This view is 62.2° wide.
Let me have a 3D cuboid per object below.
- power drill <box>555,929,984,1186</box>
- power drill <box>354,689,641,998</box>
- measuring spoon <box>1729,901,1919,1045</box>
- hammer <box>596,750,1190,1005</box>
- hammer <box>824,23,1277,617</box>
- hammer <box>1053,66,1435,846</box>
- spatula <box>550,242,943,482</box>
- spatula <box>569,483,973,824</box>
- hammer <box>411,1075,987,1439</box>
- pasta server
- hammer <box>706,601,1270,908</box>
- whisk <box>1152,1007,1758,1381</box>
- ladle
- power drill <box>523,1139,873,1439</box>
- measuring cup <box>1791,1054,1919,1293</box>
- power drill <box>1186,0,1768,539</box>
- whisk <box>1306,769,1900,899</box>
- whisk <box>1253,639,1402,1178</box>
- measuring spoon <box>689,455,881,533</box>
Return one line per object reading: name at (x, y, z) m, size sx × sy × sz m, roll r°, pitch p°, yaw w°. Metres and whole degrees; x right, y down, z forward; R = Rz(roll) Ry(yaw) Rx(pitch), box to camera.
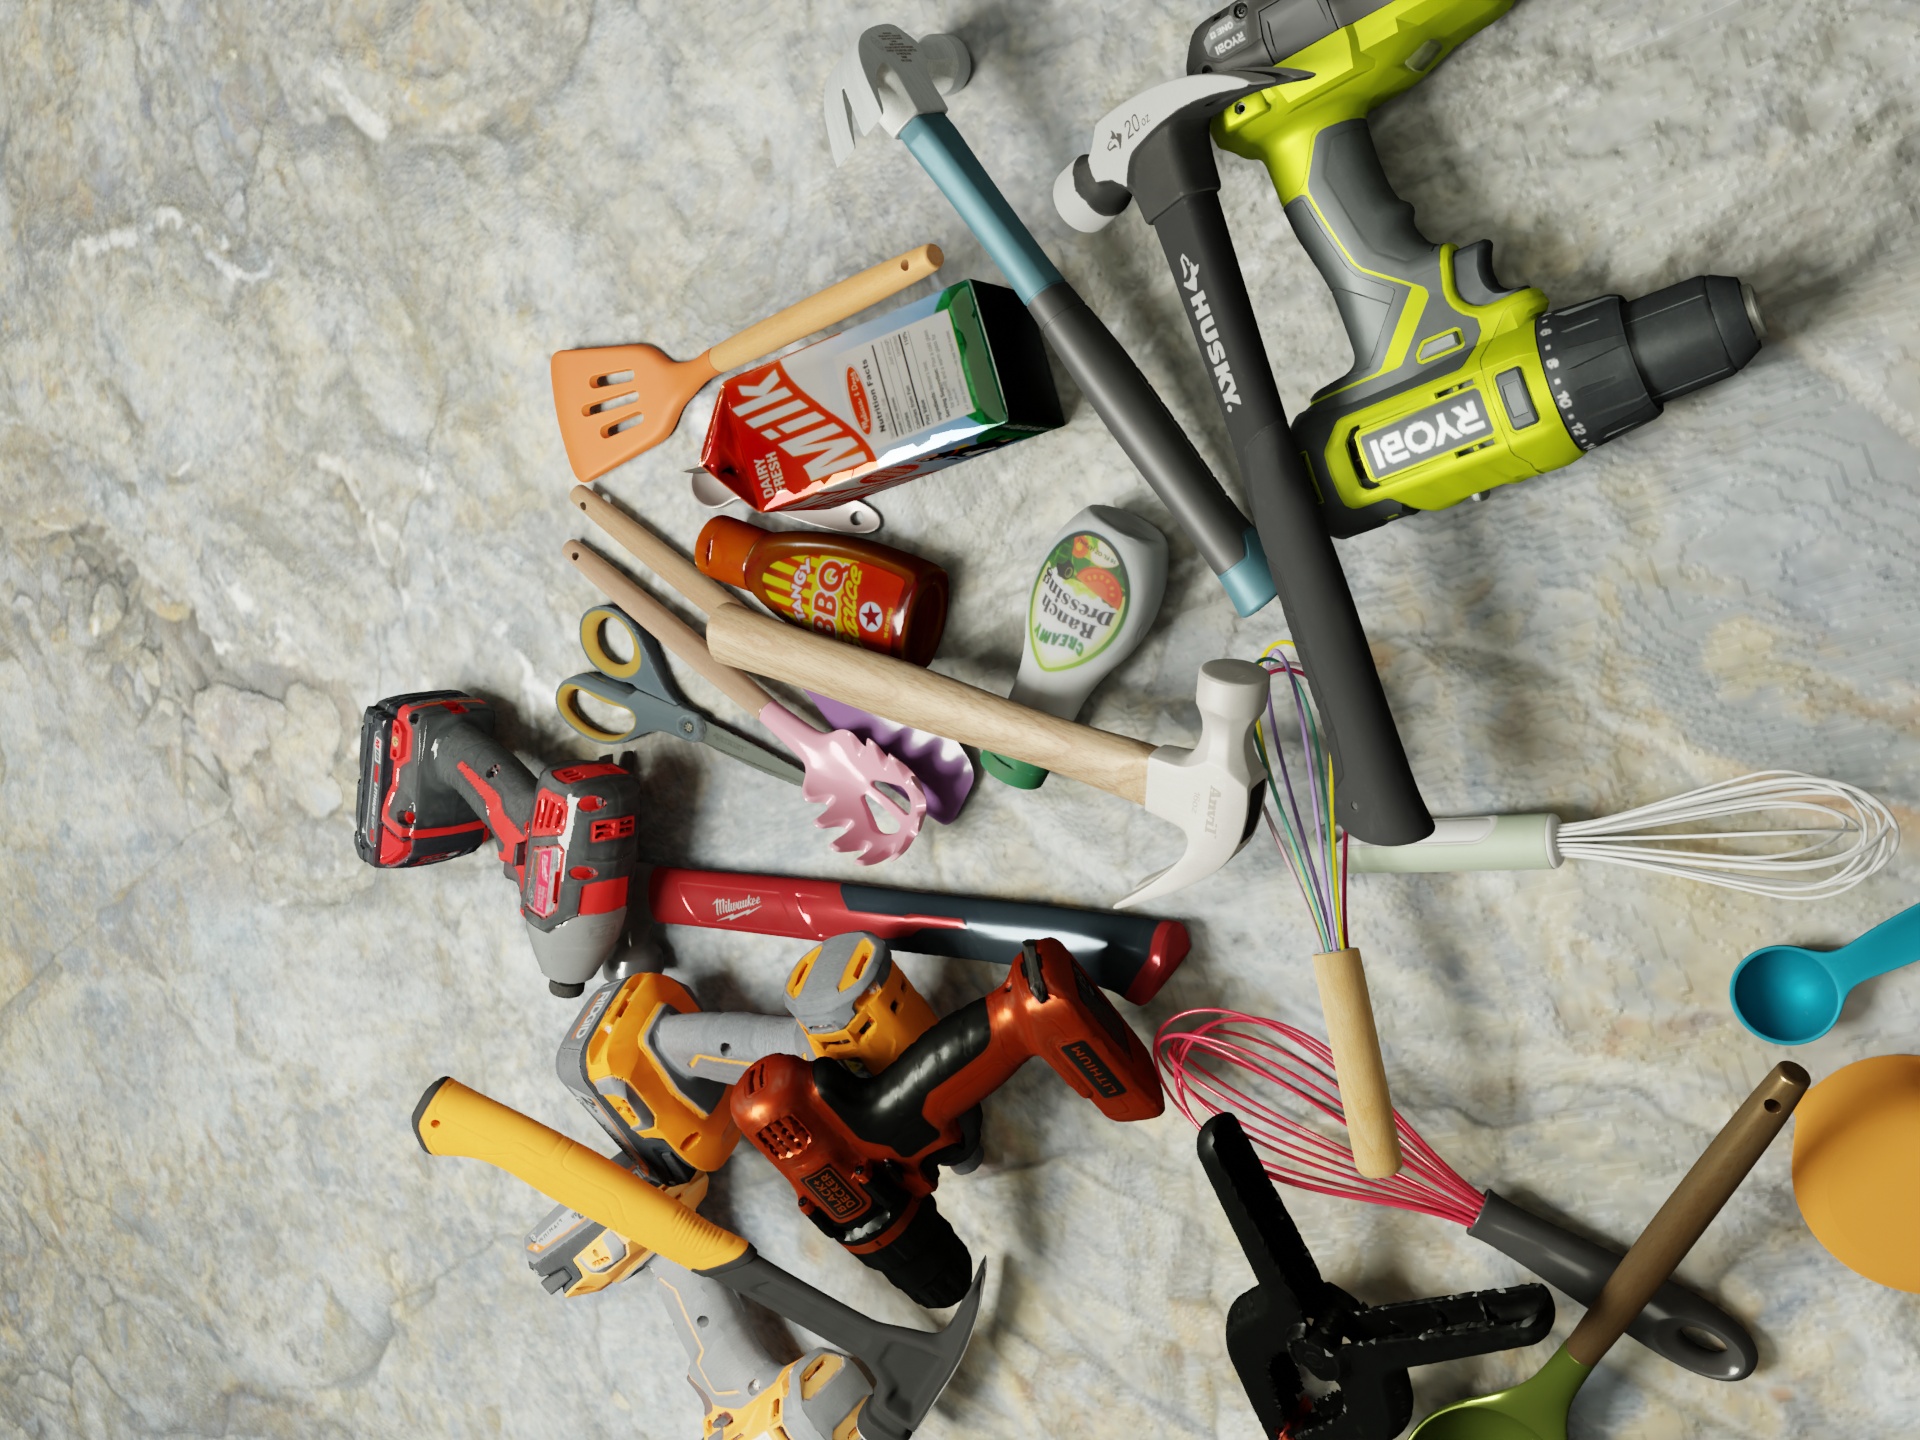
power drill at (-0.099, 0.205, 0.902) m, size 0.226 × 0.084 × 0.164 m, roll -14°, pitch 122°, yaw 31°
power drill at (-0.282, 0.071, 0.980) m, size 0.220 × 0.078 × 0.143 m, roll 22°, pitch 110°, yaw 37°
measuring spoon at (0.378, 0.091, 0.650) m, size 0.128 × 0.021 × 0.042 m, roll -34°, pitch 80°, yaw 22°
hammer at (-0.057, 0.095, 0.896) m, size 0.386 × 0.038 × 0.143 m, roll 2°, pitch 98°, yaw 31°
hammer at (0.050, -0.191, 0.751) m, size 0.033 × 0.128 × 0.331 m, roll -38°, pitch 87°, yaw 37°
hammer at (0.135, -0.107, 0.671) m, size 0.146 × 0.035 × 0.335 m, roll -18°, pitch 91°, yaw 63°
spatula at (-0.124, -0.200, 0.856) m, size 0.323 × 0.041 × 0.081 m, roll -8°, pitch 94°, yaw 49°
spatula at (-0.115, -0.050, 0.916) m, size 0.316 × 0.018 × 0.059 m, roll 37°, pitch 124°, yaw 20°
hammer at (-0.152, 0.286, 0.897) m, size 0.337 × 0.034 × 0.127 m, roll 28°, pitch 105°, yaw 0°
pasta server at (-0.132, -0.021, 0.911) m, size 0.316 × 0.040 × 0.060 m, roll 38°, pitch 99°, yaw 25°
hammer at (-0.001, -0.003, 0.795) m, size 0.331 × 0.031 × 0.130 m, roll 18°, pitch 120°, yaw 33°
whisk at (0.223, 0.219, 0.742) m, size 0.296 × 0.073 × 0.073 m, roll 27°, pitch 112°, yaw 17°
ladle at (0.271, 0.260, 0.673) m, size 0.078 × 0.062 × 0.320 m, roll 31°, pitch 129°, yaw 22°
power drill at (-0.173, 0.388, 0.995) m, size 0.226 × 0.084 × 0.185 m, roll 50°, pitch 126°, yaw 9°
measuring cup at (0.394, 0.147, 0.624) m, size 0.095 × 0.052 × 0.173 m, roll 27°, pitch 113°, yaw 24°
power drill at (0.205, -0.208, 0.664) m, size 0.190 × 0.080 × 0.228 m, roll -19°, pitch 91°, yaw 33°
whisk at (0.266, 0.052, 0.691) m, size 0.246 × 0.058 × 0.059 m, roll -6°, pitch 126°, yaw 36°
whisk at (0.167, 0.083, 0.720) m, size 0.047 × 0.051 × 0.245 m, roll -15°, pitch 82°, yaw 33°
measuring spoon at (-0.097, -0.124, 0.898) m, size 0.124 × 0.018 × 0.034 m, roll 18°, pitch 91°, yaw 21°
